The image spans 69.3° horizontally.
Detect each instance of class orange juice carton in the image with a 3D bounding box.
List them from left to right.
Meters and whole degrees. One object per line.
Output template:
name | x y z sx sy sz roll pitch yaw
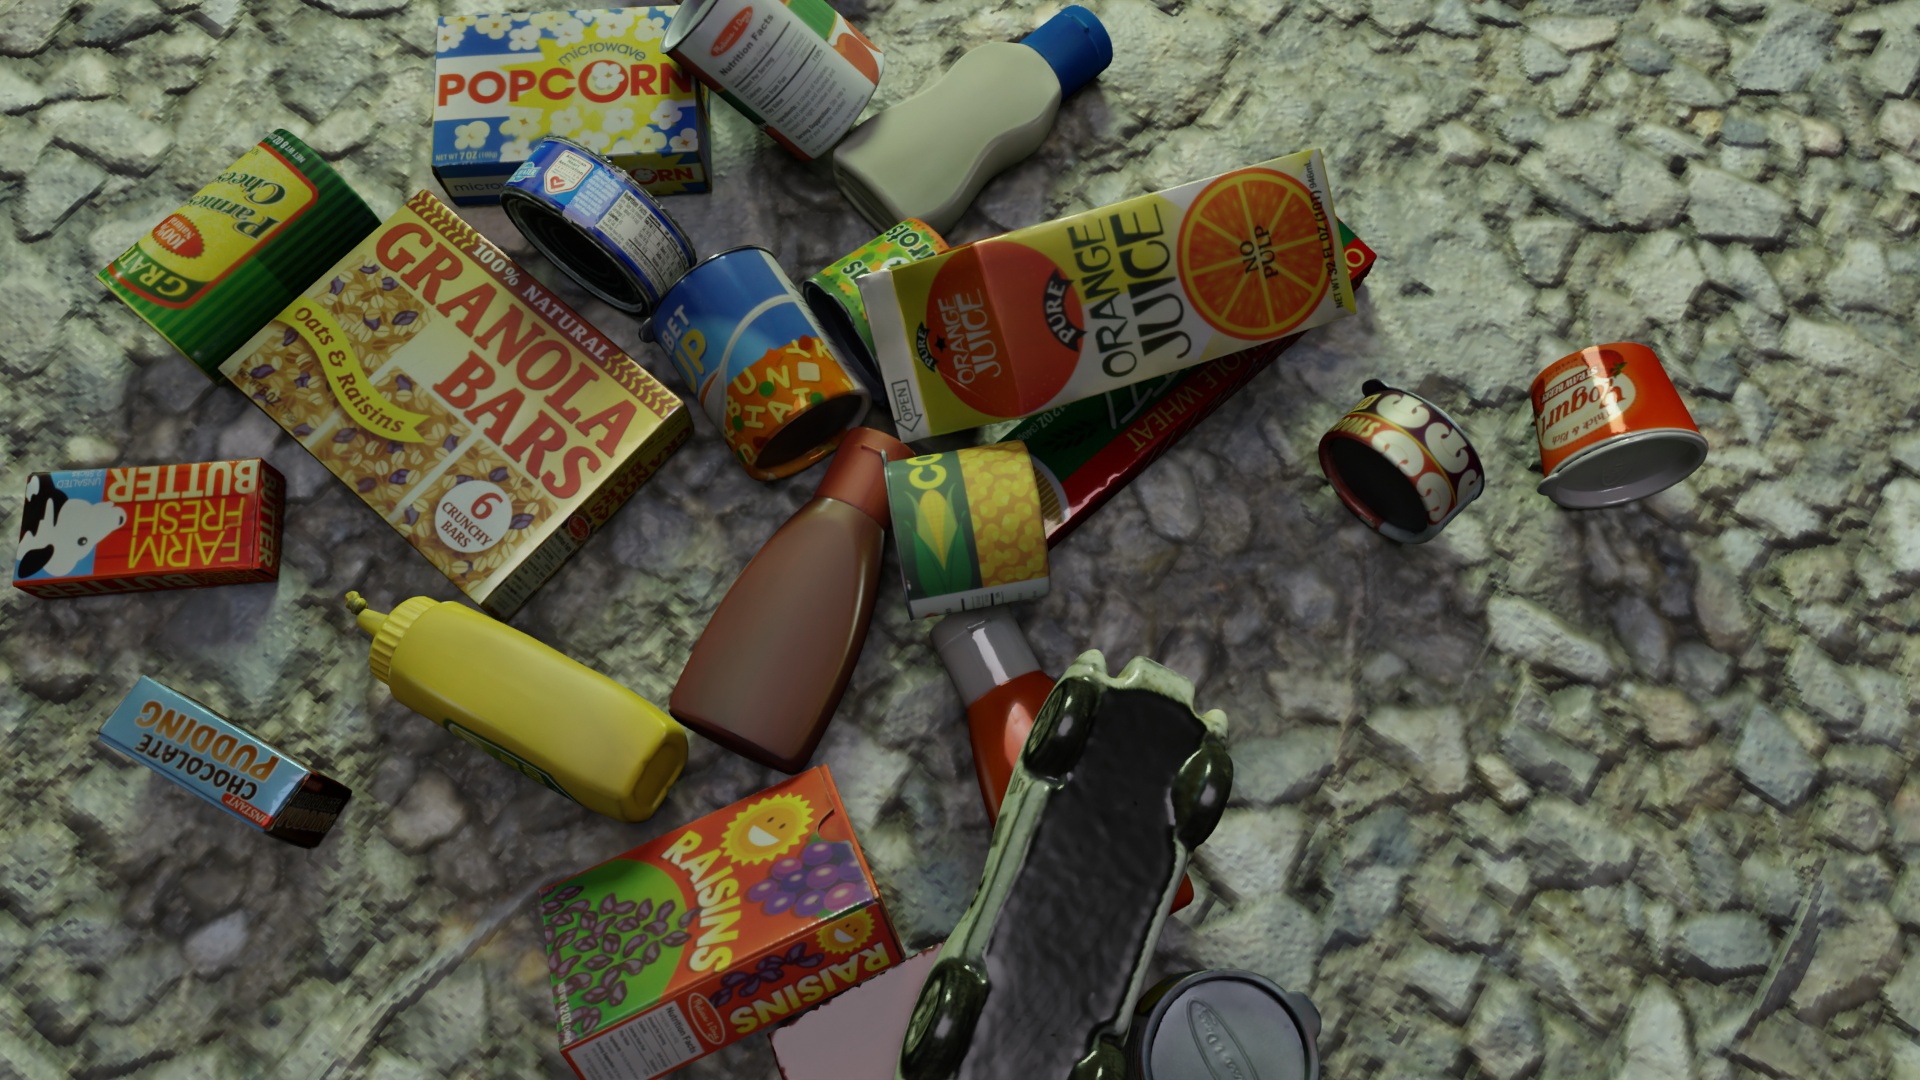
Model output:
orange juice carton | 0.056 -0.101 0.578 0.193 0.073 0.071 -18 101 -11

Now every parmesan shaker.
parmesan shaker | -0.324 -0.130 0.629 0.071 0.071 0.103 39 74 10

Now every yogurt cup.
yogurt cup | 0.291 -0.052 0.623 0.072 0.072 0.054 -5 64 -3

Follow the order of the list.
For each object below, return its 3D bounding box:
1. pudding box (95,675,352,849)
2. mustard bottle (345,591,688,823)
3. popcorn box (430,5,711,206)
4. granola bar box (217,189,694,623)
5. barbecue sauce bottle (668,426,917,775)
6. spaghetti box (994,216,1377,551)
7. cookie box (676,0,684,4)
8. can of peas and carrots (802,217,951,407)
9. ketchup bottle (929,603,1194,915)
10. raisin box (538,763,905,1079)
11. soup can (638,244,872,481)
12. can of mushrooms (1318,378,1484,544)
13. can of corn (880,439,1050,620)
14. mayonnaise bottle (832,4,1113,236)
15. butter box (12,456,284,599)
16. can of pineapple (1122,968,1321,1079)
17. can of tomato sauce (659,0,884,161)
pudding box | -0.297 0.091 0.563 0.084 0.049 0.030 27 72 7
mustard bottle | -0.191 0.062 0.572 0.160 0.065 0.049 25 69 13
popcorn box | -0.187 -0.211 0.674 0.127 0.038 0.085 -4 71 -3
granola bar box | -0.222 -0.062 0.623 0.166 0.039 0.124 39 75 11
barbecue sauce bottle | -0.064 0.022 0.597 0.065 0.043 0.149 23 72 7
spaghetti box | 0.090 -0.071 0.640 0.251 0.028 0.050 -40 78 -13
cookie box | -0.096 -0.346 0.721 0.123 0.040 0.168 40 75 11
can of peas and carrots | -0.029 -0.104 0.626 0.059 0.070 0.071 -34 76 -12
ketchup bottle | 0.035 0.095 0.575 0.065 0.043 0.149 -24 74 -12
raisin box | -0.093 0.147 0.534 0.123 0.040 0.086 -23 32 -9
soup can | -0.091 -0.076 0.617 0.071 0.071 0.084 -33 76 -11
can of mushrooms | 0.191 -0.034 0.611 0.033 0.071 0.071 -41 77 -12
can of corn | 0.002 -0.007 0.565 0.058 0.071 0.071 -10 72 -1
mayonnaise bottle | 0.011 -0.206 0.678 0.148 0.041 0.065 -41 78 -15
butter box | -0.353 -0.005 0.607 0.103 0.024 0.053 -4 71 -3
can of pineapple | 0.100 0.199 0.535 0.071 0.057 0.071 1 72 -2
can of tomato sauce | -0.087 -0.230 0.652 0.083 0.071 0.071 34 70 -30
